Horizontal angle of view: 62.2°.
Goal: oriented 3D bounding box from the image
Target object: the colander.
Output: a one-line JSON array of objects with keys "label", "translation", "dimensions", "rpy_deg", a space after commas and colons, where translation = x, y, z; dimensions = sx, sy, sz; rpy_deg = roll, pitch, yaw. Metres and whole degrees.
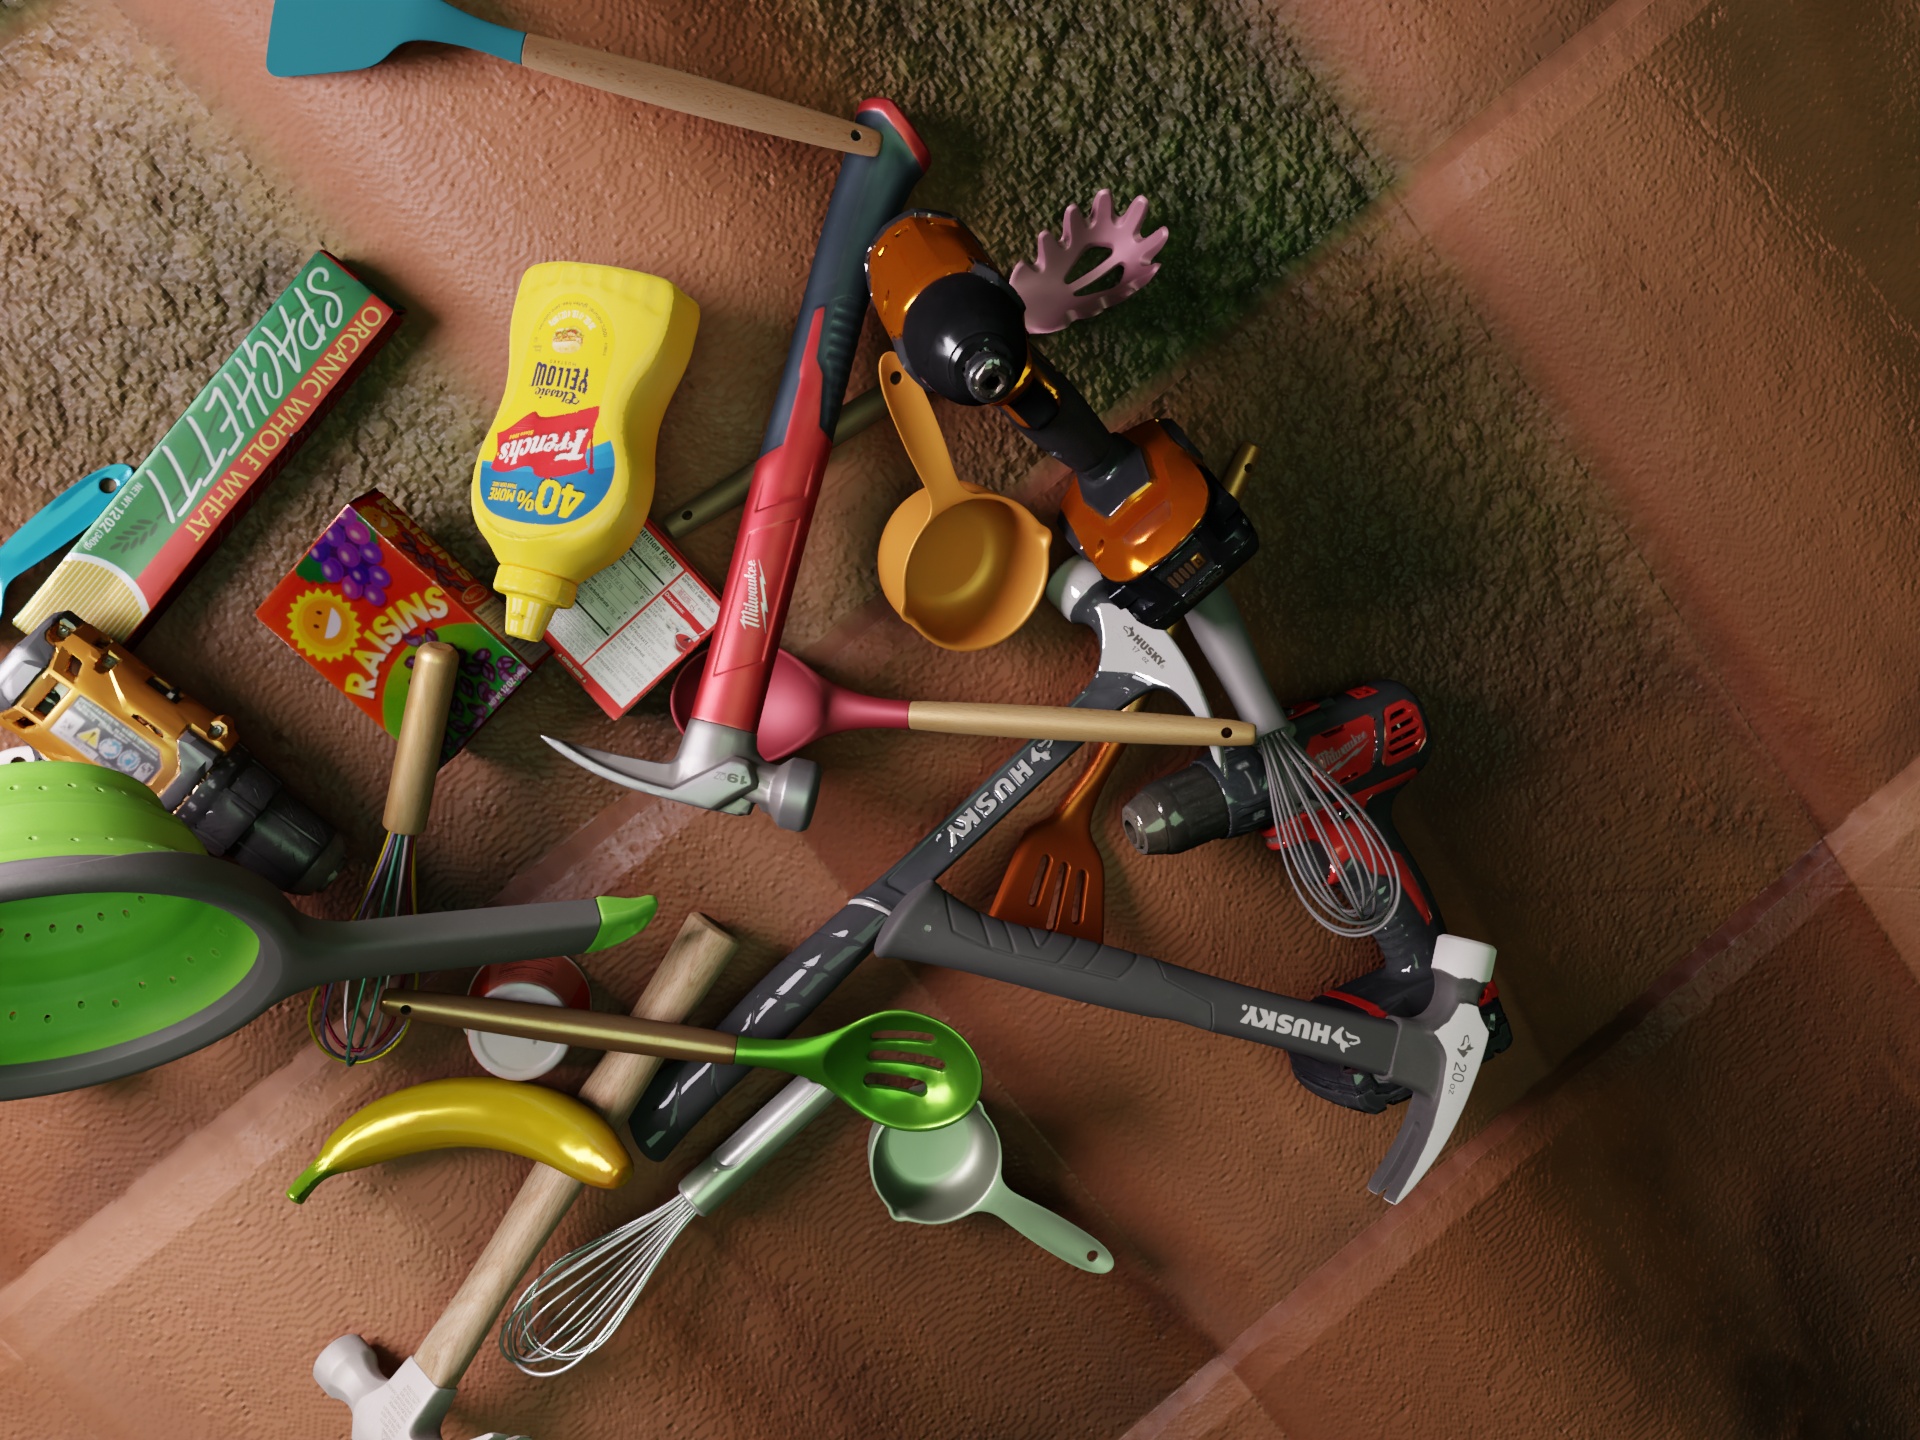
[{"label": "colander", "translation": [-0.338, 0.081, 0.745], "dimensions": [0.397, 0.204, 0.095], "rpy_deg": [-2, 56, -35]}]

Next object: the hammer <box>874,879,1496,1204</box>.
[{"label": "hammer", "translation": [0.118, 0.152, 0.842], "dimensions": [0.334, 0.035, 0.146], "rpy_deg": [15, 85, -9]}]

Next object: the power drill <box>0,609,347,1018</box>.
[{"label": "power drill", "translation": [-0.444, 0.084, 0.799], "dimensions": [0.185, 0.084, 0.226], "rpy_deg": [41, 91, -19]}]

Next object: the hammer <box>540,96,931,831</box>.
[{"label": "hammer", "translation": [-0.102, -0.145, 0.836], "dimensions": [0.143, 0.038, 0.386], "rpy_deg": [14, 84, -1]}]

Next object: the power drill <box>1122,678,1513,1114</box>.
[{"label": "power drill", "translation": [0.205, 0.105, 0.914], "dimensions": [0.188, 0.080, 0.226], "rpy_deg": [-20, 96, -15]}]

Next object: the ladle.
[{"label": "ladle", "translation": [-0.001, -0.003, 0.853], "dimensions": [0.315, 0.031, 0.069], "rpy_deg": [4, 94, 11]}]

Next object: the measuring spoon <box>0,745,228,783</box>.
[{"label": "measuring spoon", "translation": [-0.443, 0.024, 0.832], "dimensions": [0.124, 0.018, 0.034], "rpy_deg": [0, 96, -10]}]

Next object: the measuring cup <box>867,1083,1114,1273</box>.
[{"label": "measuring cup", "translation": [0.019, 0.272, 0.928], "dimensions": [0.167, 0.038, 0.083], "rpy_deg": [35, 89, -13]}]

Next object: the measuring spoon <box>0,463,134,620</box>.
[{"label": "measuring spoon", "translation": [-0.478, -0.088, 0.820], "dimensions": [0.128, 0.021, 0.042], "rpy_deg": [-44, 99, -12]}]

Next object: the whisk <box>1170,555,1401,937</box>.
[{"label": "whisk", "translation": [0.169, 0.005, 0.857], "dimensions": [0.055, 0.055, 0.239], "rpy_deg": [-22, 73, -7]}]

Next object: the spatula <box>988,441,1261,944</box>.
[{"label": "spatula", "translation": [0.104, -0.011, 0.910], "dimensions": [0.081, 0.041, 0.322], "rpy_deg": [25, 90, -23]}]

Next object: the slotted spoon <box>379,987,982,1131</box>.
[{"label": "slotted spoon", "translation": [-0.143, 0.167, 0.836], "dimensions": [0.313, 0.031, 0.070], "rpy_deg": [9, 105, -8]}]

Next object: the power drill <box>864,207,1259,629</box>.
[{"label": "power drill", "translation": [0.050, -0.146, 0.797], "dimensions": [0.084, 0.164, 0.226], "rpy_deg": [-41, 122, 14]}]

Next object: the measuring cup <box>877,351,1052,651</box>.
[{"label": "measuring cup", "translation": [-0.016, -0.120, 0.848], "dimensions": [0.095, 0.052, 0.173], "rpy_deg": [-31, 120, -13]}]

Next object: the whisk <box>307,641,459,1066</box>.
[{"label": "whisk", "translation": [-0.297, 0.075, 0.826], "dimensions": [0.047, 0.051, 0.245], "rpy_deg": [18, 106, 4]}]

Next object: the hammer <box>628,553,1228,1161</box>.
[{"label": "hammer", "translation": [-0.029, 0.095, 0.880], "dimensions": [0.409, 0.036, 0.149], "rpy_deg": [-44, 67, 2]}]

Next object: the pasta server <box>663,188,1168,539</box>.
[{"label": "pasta server", "translation": [-0.026, -0.189, 0.871], "dimensions": [0.316, 0.040, 0.060], "rpy_deg": [-32, 84, -4]}]

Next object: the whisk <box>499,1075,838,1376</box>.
[{"label": "whisk", "translation": [-0.157, 0.274, 0.895], "dimensions": [0.246, 0.058, 0.059], "rpy_deg": [-41, 135, -7]}]

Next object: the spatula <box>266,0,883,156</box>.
[{"label": "spatula", "translation": [-0.195, -0.335, 0.815], "dimensions": [0.317, 0.044, 0.082], "rpy_deg": [13, 93, -8]}]

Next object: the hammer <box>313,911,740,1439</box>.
[{"label": "hammer", "translation": [-0.219, 0.253, 0.861], "dimensions": [0.331, 0.130, 0.031], "rpy_deg": [-58, 145, -6]}]
